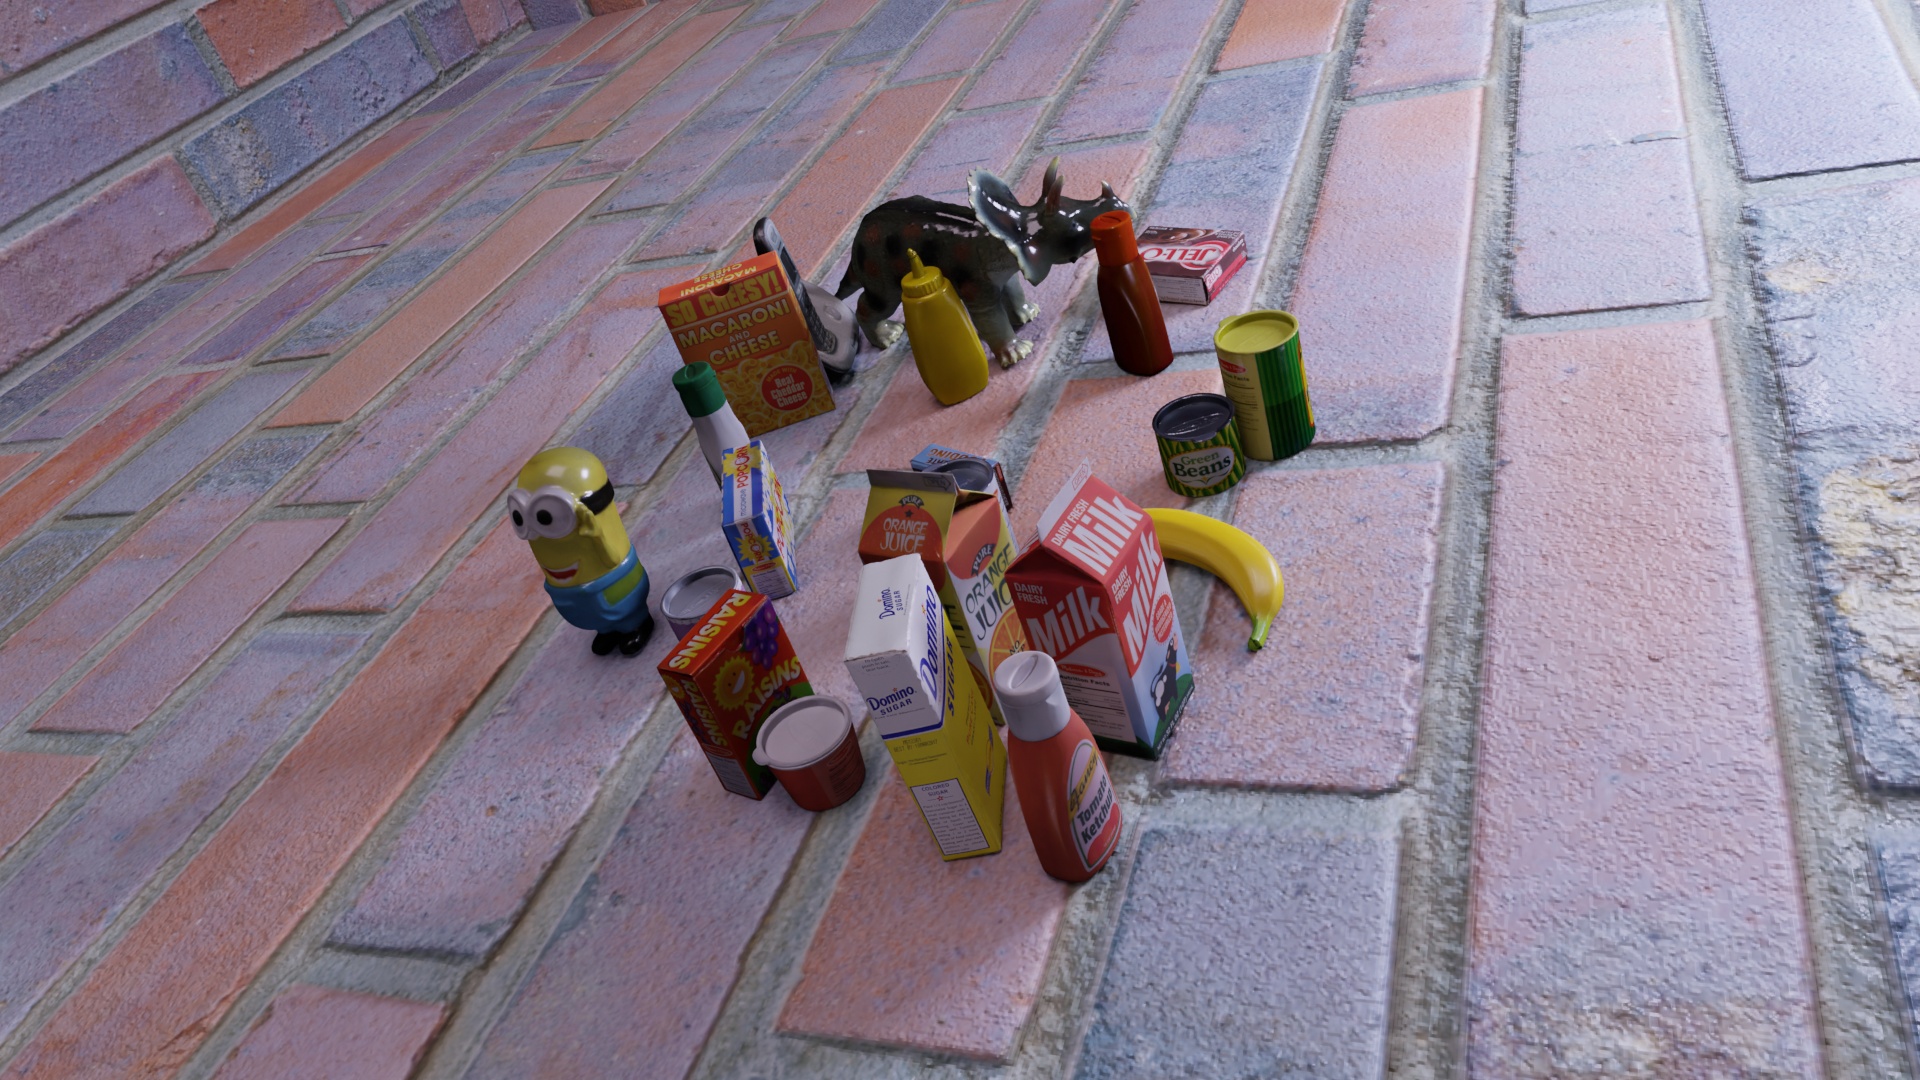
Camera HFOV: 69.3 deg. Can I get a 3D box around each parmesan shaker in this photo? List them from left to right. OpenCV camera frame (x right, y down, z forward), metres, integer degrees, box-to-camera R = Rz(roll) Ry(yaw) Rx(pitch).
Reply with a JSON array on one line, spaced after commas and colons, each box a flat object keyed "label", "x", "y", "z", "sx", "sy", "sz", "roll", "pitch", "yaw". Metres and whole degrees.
[{"label": "parmesan shaker", "x": 0.244, "y": -0.125, "z": 1.116, "sx": 0.071, "sy": 0.102, "sz": 0.072, "roll": -13, "pitch": 34, "yaw": 10}]

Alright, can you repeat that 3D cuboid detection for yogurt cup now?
[{"label": "yogurt cup", "x": -0.099, "y": 0.147, "z": 0.952, "sx": 0.072, "sy": 0.053, "sz": 0.073, "roll": -13, "pitch": 35, "yaw": 10}]

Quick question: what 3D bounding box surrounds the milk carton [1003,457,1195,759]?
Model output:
[{"label": "milk carton", "x": 0.087, "y": 0.044, "z": 0.882, "sx": 0.073, "sy": 0.189, "sz": 0.073, "roll": 6, "pitch": 42, "yaw": 33}]

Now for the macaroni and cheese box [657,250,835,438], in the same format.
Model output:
[{"label": "macaroni and cheese box", "x": -0.209, "y": -0.187, "z": 1.373, "sx": 0.124, "sy": 0.165, "sz": 0.040, "roll": -19, "pitch": 34, "yaw": 2}]

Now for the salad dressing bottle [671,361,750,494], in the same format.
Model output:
[{"label": "salad dressing bottle", "x": -0.216, "y": -0.092, "z": 1.260, "sx": 0.044, "sy": 0.147, "sz": 0.064, "roll": -21, "pitch": 34, "yaw": -1}]

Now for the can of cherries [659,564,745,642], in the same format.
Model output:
[{"label": "can of cherries", "x": -0.198, "y": 0.063, "z": 1.114, "sx": 0.071, "sy": 0.058, "sz": 0.072, "roll": -13, "pitch": 34, "yaw": 10}]

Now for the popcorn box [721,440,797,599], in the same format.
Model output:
[{"label": "popcorn box", "x": -0.173, "y": -0.018, "z": 1.191, "sx": 0.038, "sy": 0.085, "sz": 0.127, "roll": -18, "pitch": 34, "yaw": 3}]

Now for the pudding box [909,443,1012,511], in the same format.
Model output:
[{"label": "pudding box", "x": 0.000, "y": -0.049, "z": 1.179, "sx": 0.084, "sy": 0.049, "sz": 0.030, "roll": 17, "pitch": 49, "yaw": 42}]

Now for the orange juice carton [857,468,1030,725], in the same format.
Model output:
[{"label": "orange juice carton", "x": -0.007, "y": 0.030, "z": 0.946, "sx": 0.072, "sy": 0.191, "sz": 0.073, "roll": 7, "pitch": 42, "yaw": 34}]

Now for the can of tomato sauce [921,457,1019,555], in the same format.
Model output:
[{"label": "can of tomato sauce", "x": 0.004, "y": -0.014, "z": 1.099, "sx": 0.071, "sy": 0.082, "sz": 0.071, "roll": -13, "pitch": 34, "yaw": 10}]

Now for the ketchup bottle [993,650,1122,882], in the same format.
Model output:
[{"label": "ketchup bottle", "x": 0.055, "y": 0.130, "z": 0.814, "sx": 0.043, "sy": 0.148, "sz": 0.065, "roll": 6, "pitch": 42, "yaw": 33}]

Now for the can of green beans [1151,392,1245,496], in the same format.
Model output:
[{"label": "can of green beans", "x": 0.192, "y": -0.077, "z": 1.115, "sx": 0.071, "sy": 0.057, "sz": 0.071, "roll": -13, "pitch": 34, "yaw": 10}]

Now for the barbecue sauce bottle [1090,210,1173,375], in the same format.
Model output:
[{"label": "barbecue sauce bottle", "x": 0.151, "y": -0.224, "z": 1.260, "sx": 0.044, "sy": 0.148, "sz": 0.065, "roll": -33, "pitch": 36, "yaw": -18}]

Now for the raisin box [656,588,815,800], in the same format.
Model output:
[{"label": "raisin box", "x": -0.150, "y": 0.108, "z": 0.971, "sx": 0.040, "sy": 0.122, "sz": 0.086, "roll": 8, "pitch": 43, "yaw": 35}]

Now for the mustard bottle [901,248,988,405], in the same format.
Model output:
[{"label": "mustard bottle", "x": -0.022, "y": -0.207, "z": 1.313, "sx": 0.065, "sy": 0.159, "sz": 0.049, "roll": -25, "pitch": 34, "yaw": -8}]
